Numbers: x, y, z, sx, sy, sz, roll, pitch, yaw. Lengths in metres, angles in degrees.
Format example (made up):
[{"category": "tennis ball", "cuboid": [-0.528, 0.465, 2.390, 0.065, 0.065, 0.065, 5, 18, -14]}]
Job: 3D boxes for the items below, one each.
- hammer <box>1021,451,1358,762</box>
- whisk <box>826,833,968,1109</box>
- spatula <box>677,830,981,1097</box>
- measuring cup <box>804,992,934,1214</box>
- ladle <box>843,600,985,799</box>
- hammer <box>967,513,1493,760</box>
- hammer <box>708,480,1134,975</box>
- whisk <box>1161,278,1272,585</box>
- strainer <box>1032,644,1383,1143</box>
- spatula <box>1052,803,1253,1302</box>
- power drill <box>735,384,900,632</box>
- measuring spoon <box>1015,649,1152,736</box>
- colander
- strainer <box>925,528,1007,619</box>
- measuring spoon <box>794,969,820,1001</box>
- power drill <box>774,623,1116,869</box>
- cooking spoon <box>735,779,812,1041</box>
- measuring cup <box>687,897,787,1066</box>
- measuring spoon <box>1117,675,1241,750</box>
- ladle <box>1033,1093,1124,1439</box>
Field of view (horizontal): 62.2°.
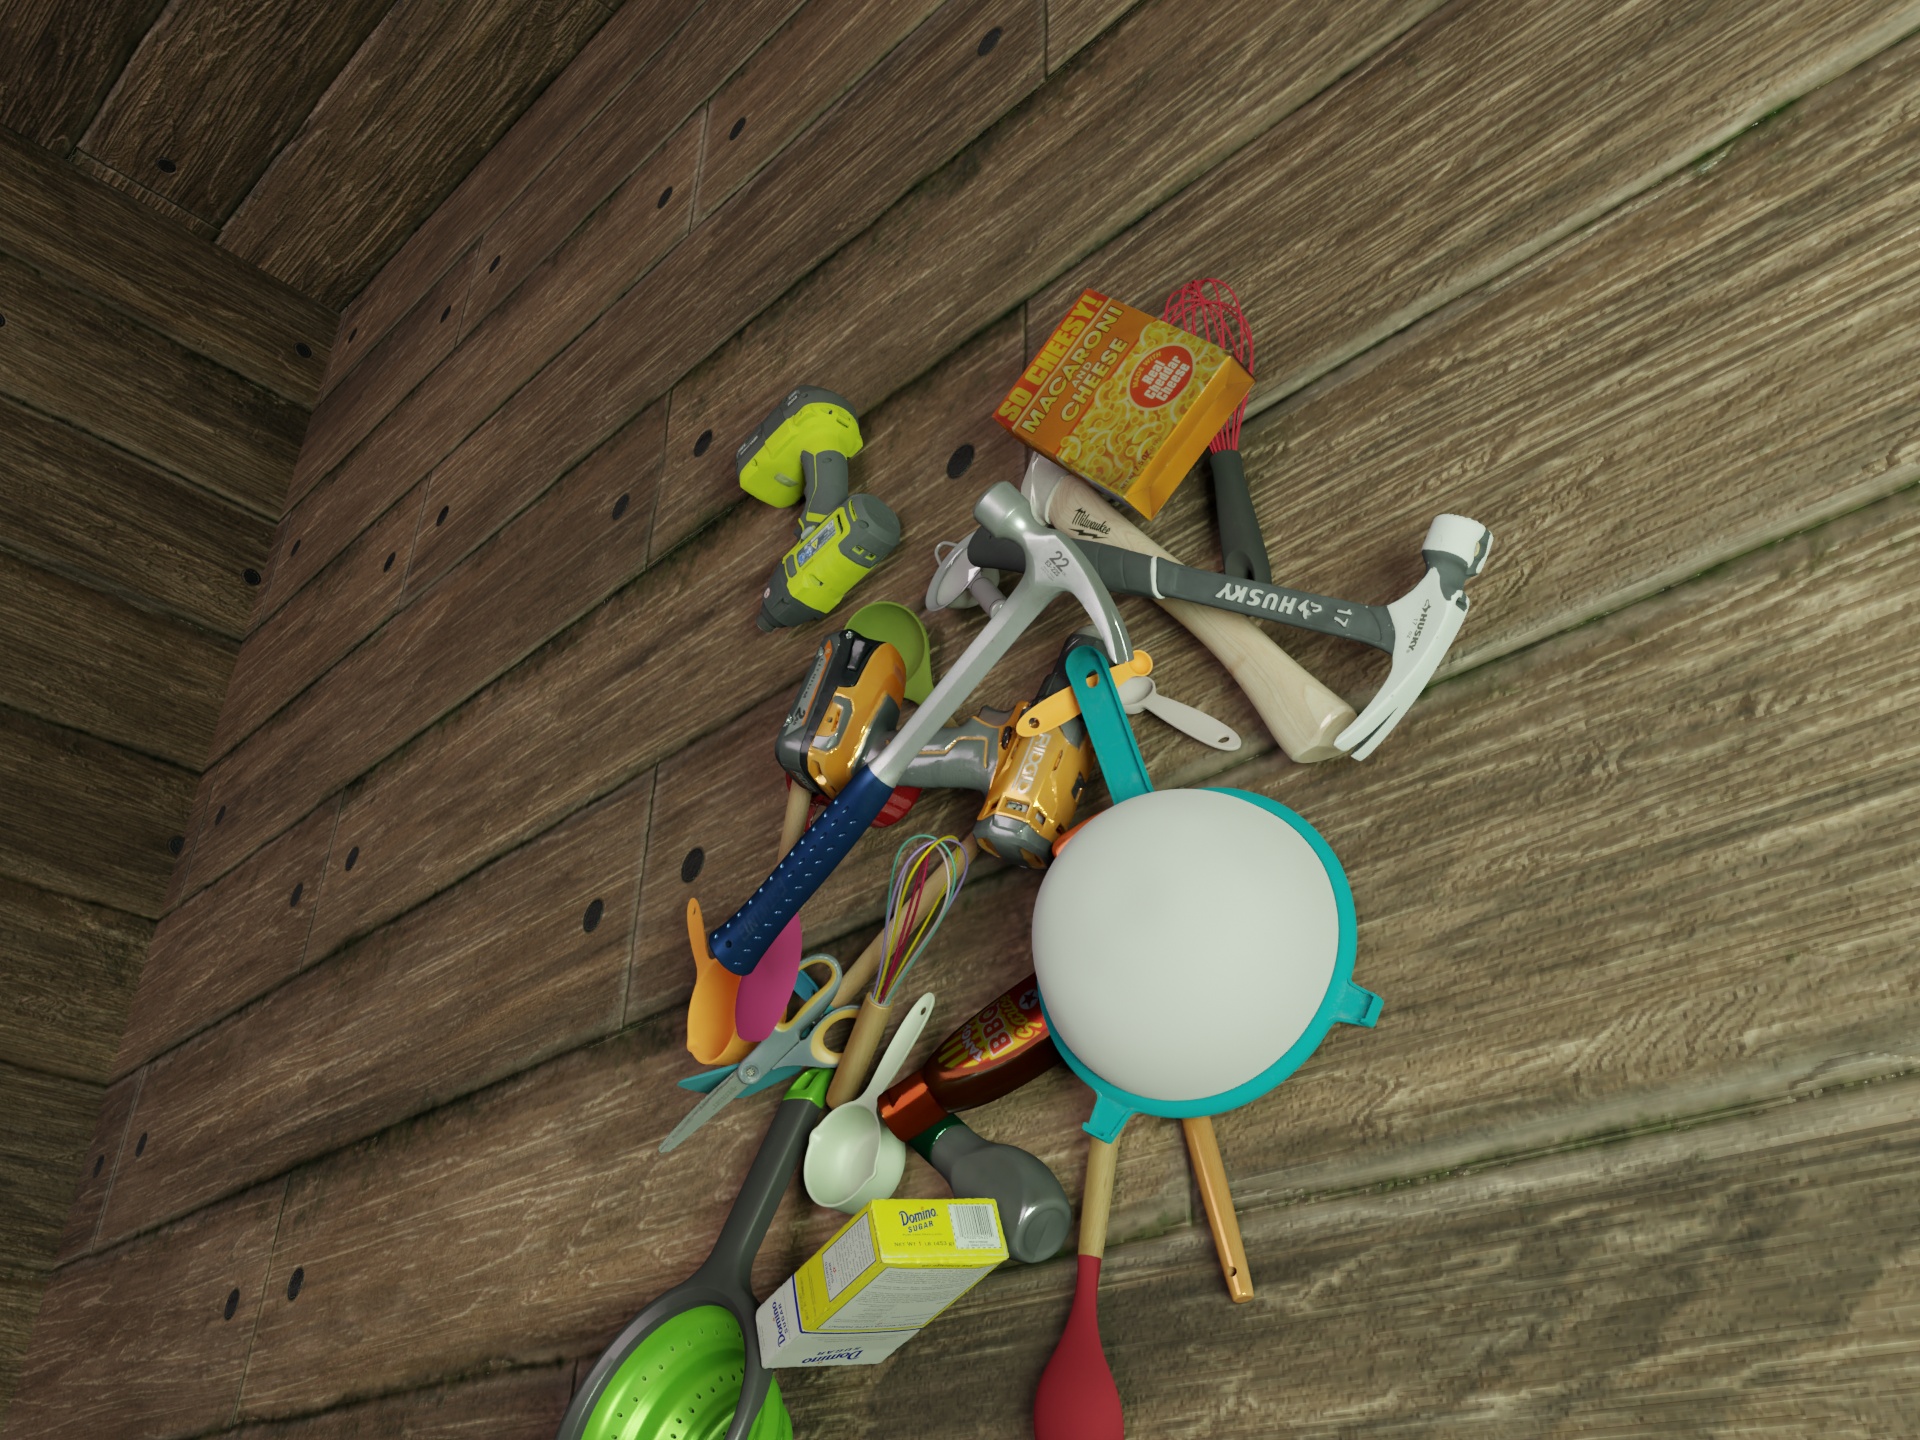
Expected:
[{"category": "hammer", "cuboid": [0.150, -0.104, 1.119, 0.411, 0.038, 0.146, 51, 126, 50]}, {"category": "whisk", "cuboid": [-0.054, 0.185, 1.155, 0.047, 0.051, 0.245, -60, -8, -68]}, {"category": "spatula", "cuboid": [-0.088, 0.193, 1.233, 0.317, 0.082, 0.044, -49, 52, 9]}, {"category": "measuring cup", "cuboid": [-0.052, 0.278, 1.150, 0.083, 0.038, 0.167, 13, 69, 52]}, {"category": "ladle", "cuboid": [-0.013, 0.007, 1.257, 0.078, 0.062, 0.321, -47, 41, 10]}, {"category": "hammer", "cuboid": [0.144, -0.086, 1.051, 0.409, 0.036, 0.149, 19, 84, 48]}, {"category": "hammer", "cuboid": [-0.045, 0.035, 1.101, 0.144, 0.035, 0.405, 46, 112, 14]}, {"category": "whisk", "cuboid": [0.189, -0.205, 1.152, 0.073, 0.073, 0.296, -28, 54, 37]}, {"category": "strainer", "cuboid": [0.106, 0.072, 0.987, 0.211, 0.095, 0.341, -29, 53, 18]}, {"category": "spatula", "cuboid": [0.128, 0.195, 0.980, 0.081, 0.041, 0.323, -28, 48, 19]}, {"category": "power drill", "cuboid": [-0.148, -0.202, 1.534, 0.171, 0.080, 0.223, -39, 45, 27]}, {"category": "measuring spoon", "cuboid": [0.086, -0.018, 1.120, 0.117, 0.021, 0.011, -29, -6, -19]}, {"category": "colander", "cuboid": [-0.155, 0.439, 1.140, 0.204, 0.094, 0.397, -16, 38, 44]}, {"category": "strainer", "cuboid": [0.016, -0.103, 1.251, 0.087, 0.050, 0.259, -51, 16, 7]}, {"category": "measuring spoon", "cuboid": [-0.141, 0.200, 1.322, 0.129, 0.021, 0.042, 36, 119, 44]}, {"category": "power drill", "cuboid": [-0.002, -0.004, 1.174, 0.226, 0.084, 0.185, 15, 69, 24]}, {"category": "cooking spoon", "cuboid": [-0.131, 0.090, 1.236, 0.069, 0.017, 0.319, -11, 62, 45]}, {"category": "measuring cup", "cuboid": [-0.192, 0.215, 1.333, 0.095, 0.052, 0.174, -55, 36, 24]}, {"category": "measuring spoon", "cuboid": [0.150, 0.000, 1.101, 0.034, 0.018, 0.124, -37, 39, -19]}, {"category": "ladle", "cuboid": [0.085, 0.303, 0.978, 0.069, 0.031, 0.316, -16, 54, 43]}]
